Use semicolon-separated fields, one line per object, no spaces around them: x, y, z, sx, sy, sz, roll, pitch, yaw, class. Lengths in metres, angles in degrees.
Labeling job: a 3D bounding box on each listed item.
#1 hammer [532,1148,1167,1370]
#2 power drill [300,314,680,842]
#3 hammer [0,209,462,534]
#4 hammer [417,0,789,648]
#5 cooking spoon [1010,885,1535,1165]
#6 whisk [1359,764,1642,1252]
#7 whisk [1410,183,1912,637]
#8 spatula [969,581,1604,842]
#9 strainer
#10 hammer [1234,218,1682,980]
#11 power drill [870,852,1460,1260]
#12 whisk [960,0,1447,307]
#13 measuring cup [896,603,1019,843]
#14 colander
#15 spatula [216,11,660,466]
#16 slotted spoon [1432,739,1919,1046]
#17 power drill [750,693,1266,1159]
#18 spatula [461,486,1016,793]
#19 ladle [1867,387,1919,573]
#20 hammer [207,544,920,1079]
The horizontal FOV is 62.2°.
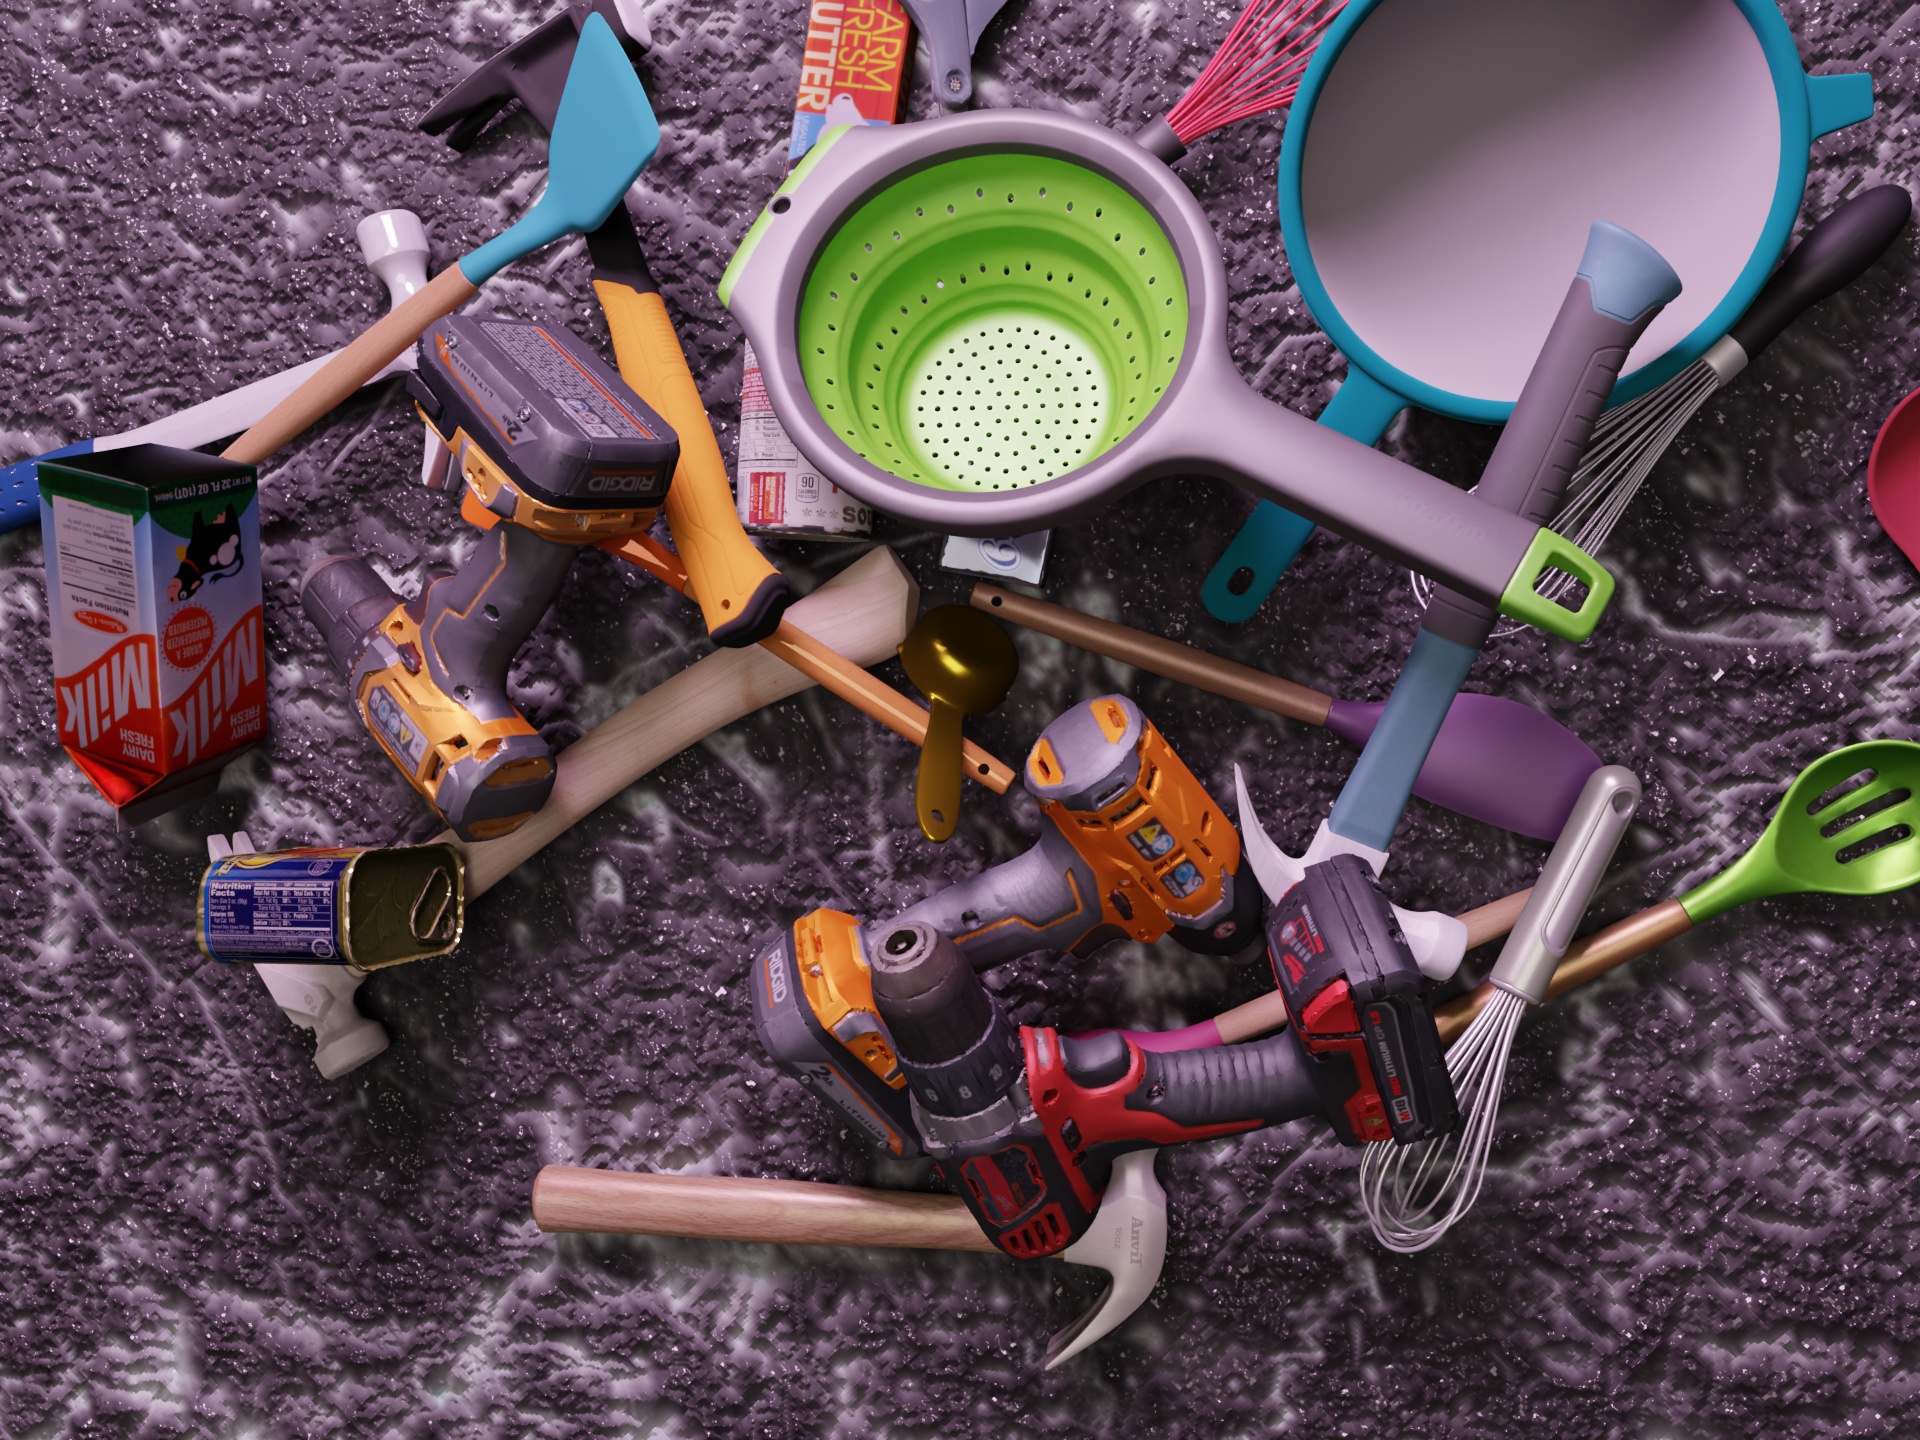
-0.060;0.257;0.817;0.331;0.031;0.130;0;92;10;hammer
-0.240;-0.080;0.764;0.185;0.084;0.226;44;121;25;power drill
-0.454;-0.139;0.865;0.405;0.035;0.144;-17;89;10;hammer
-0.163;-0.188;0.775;0.127;0.034;0.337;-25;76;17;hammer
0.149;0.141;0.772;0.319;0.017;0.069;-23;54;5;cooking spoon
0.251;0.131;0.731;0.057;0.059;0.246;28;88;-22;whisk
0.320;-0.142;0.727;0.284;0.070;0.070;-42;85;4;whisk
0.155;-0.015;0.776;0.316;0.018;0.060;18;93;7;spatula
0.217;-0.192;0.729;0.211;0.095;0.340;34;112;2;strainer
0.221;-0.048;0.693;0.128;0.033;0.331;21;108;1;hammer
0.082;0.135;0.686;0.226;0.080;0.187;-19;123;7;power drill
0.117;-0.289;0.751;0.296;0.073;0.073;-35;87;15;whisk
-0.001;-0.002;0.739;0.062;0.157;0.029;25;125;-14;measuring cup
0.086;-0.125;0.700;0.397;0.094;0.204;29;78;15;colander
-0.266;-0.208;0.774;0.317;0.044;0.082;-32;72;17;spatula
0.316;0.100;0.750;0.314;0.031;0.070;-29;88;11;slotted spoon
0.032;0.109;0.757;0.226;0.084;0.164;-37;120;9;power drill
-0.110;-0.056;0.785;0.322;0.041;0.081;33;95;6;spatula
0.462;0.003;0.721;0.069;0.031;0.315;-9;93;12;ladle
-0.205;0.024;0.830;0.410;0.038;0.146;-32;86;9;hammer
